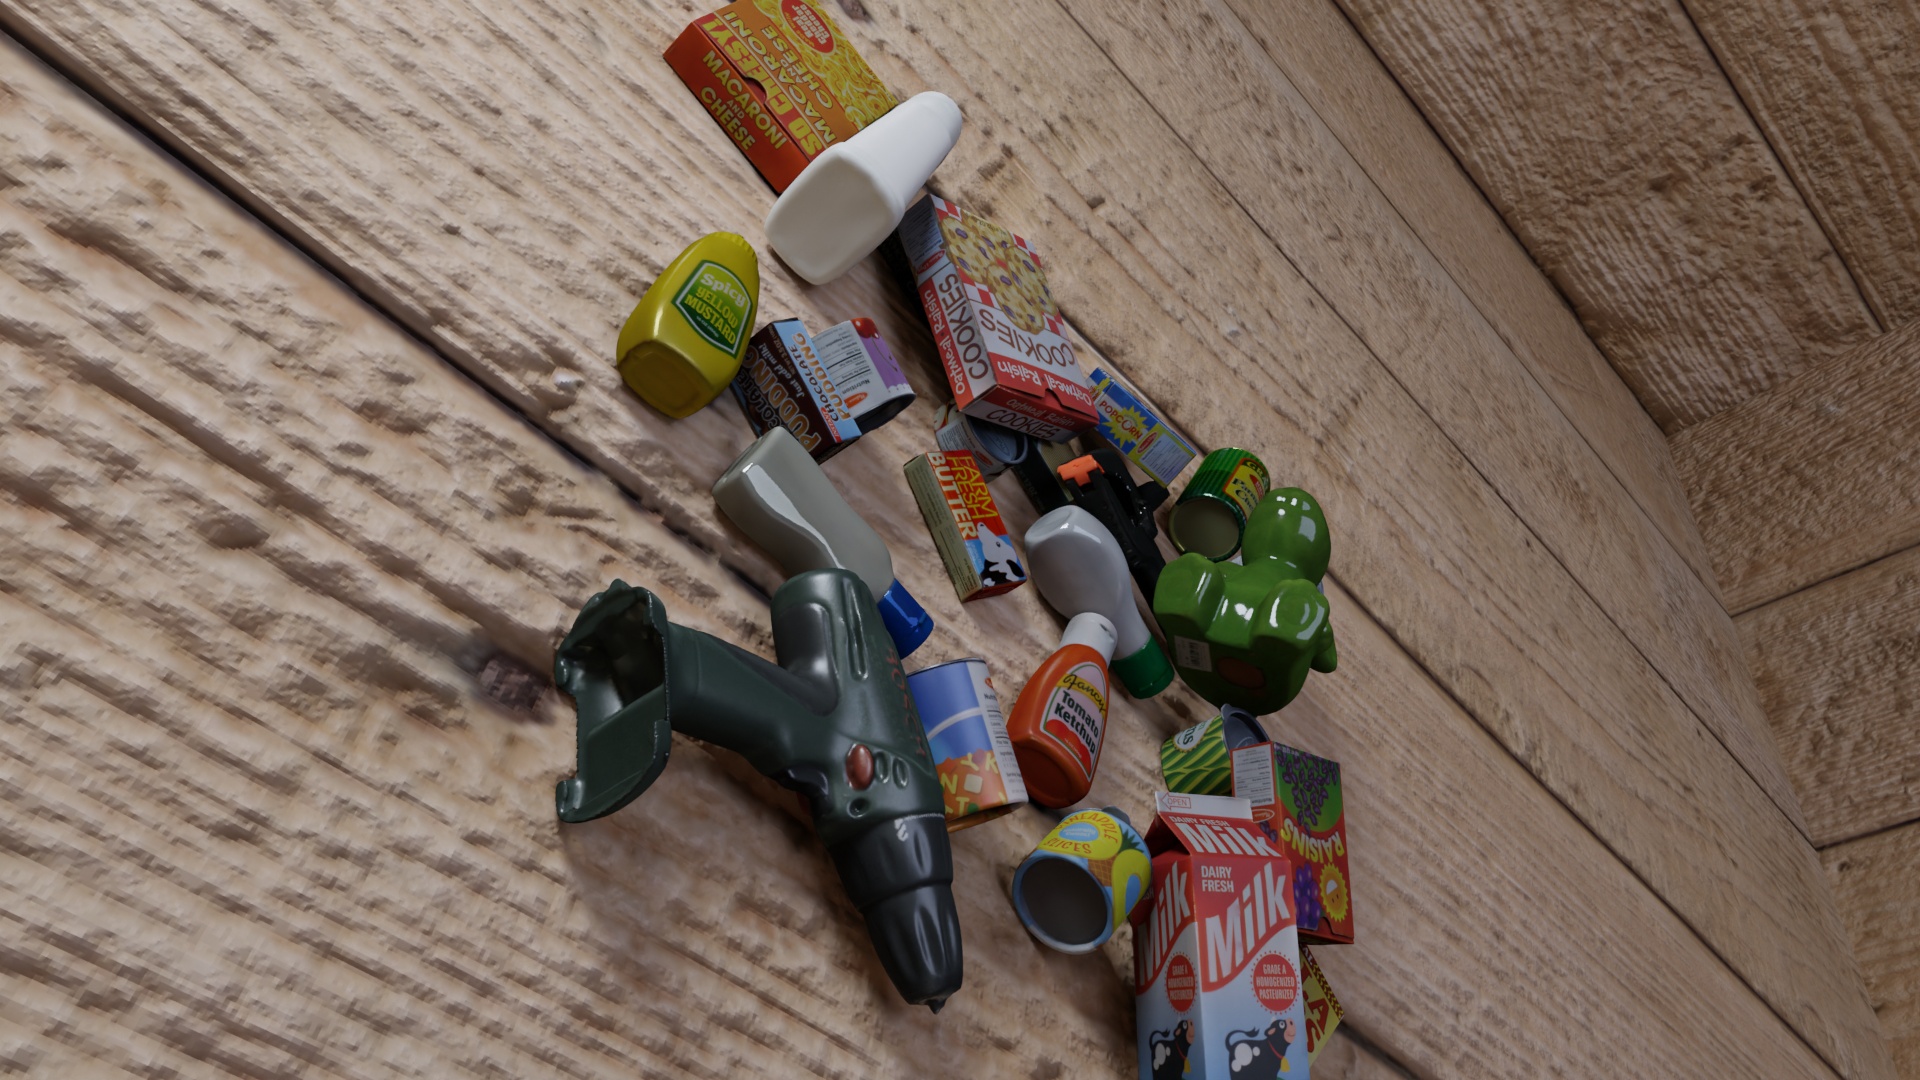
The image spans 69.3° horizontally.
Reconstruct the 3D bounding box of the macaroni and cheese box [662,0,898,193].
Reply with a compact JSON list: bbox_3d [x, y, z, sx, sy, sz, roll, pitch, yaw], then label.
[{"bbox_3d":[-0.125,-0.335,1.008,0.123,0.040,0.167,49,34,-12],"label":"macaroni and cheese box"}]

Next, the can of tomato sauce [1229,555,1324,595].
[{"bbox_3d":[0.248,0.043,1.148,0.071,0.083,0.071,32,42,-34],"label":"can of tomato sauce"}]

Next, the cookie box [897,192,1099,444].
[{"bbox_3d":[0.028,-0.159,1.007,0.123,0.040,0.168,12,53,-49],"label":"cookie box"}]

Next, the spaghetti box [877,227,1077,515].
[{"bbox_3d":[0.017,-0.134,1.042,0.250,0.028,0.050,58,32,0],"label":"spaghetti box"}]

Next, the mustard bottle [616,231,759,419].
[{"bbox_3d":[-0.150,-0.140,0.814,0.065,0.048,0.161,42,37,-26],"label":"mustard bottle"}]

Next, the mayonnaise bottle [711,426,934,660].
[{"bbox_3d":[-0.075,0.007,0.802,0.148,0.041,0.065,49,36,-15],"label":"mayonnaise bottle"}]

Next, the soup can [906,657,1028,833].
[{"bbox_3d":[-0.007,0.118,0.781,0.071,0.071,0.084,6,60,-50],"label":"soup can"}]

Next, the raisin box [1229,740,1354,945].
[{"bbox_3d":[0.224,0.205,0.936,0.086,0.040,0.124,23,59,-41],"label":"raisin box"}]

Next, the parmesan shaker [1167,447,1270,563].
[{"bbox_3d":[0.223,-0.028,1.190,0.071,0.071,0.103,53,34,-8],"label":"parmesan shaker"}]

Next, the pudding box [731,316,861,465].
[{"bbox_3d":[-0.102,-0.085,0.831,0.030,0.049,0.084,-21,81,-58],"label":"pudding box"}]

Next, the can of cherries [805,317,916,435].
[{"bbox_3d":[-0.070,-0.099,0.871,0.072,0.071,0.058,-23,82,-56],"label":"can of cherries"}]

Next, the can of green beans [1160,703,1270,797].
[{"bbox_3d":[0.186,0.161,0.998,0.071,0.057,0.071,32,42,-34],"label":"can of green beans"}]

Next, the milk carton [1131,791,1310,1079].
[{"bbox_3d":[0.150,0.246,0.820,0.072,0.073,0.191,9,68,-23],"label":"milk carton"}]

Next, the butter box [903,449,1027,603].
[{"bbox_3d":[0.003,-0.012,0.931,0.053,0.024,0.103,-7,70,-53],"label":"butter box"}]

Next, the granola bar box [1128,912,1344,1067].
[{"bbox_3d":[0.179,0.272,0.918,0.124,0.039,0.165,-20,80,-55],"label":"granola bar box"}]

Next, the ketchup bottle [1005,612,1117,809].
[{"bbox_3d":[0.070,0.104,0.908,0.064,0.043,0.149,48,34,-15],"label":"ketchup bottle"}]

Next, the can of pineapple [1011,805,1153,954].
[{"bbox_3d":[0.071,0.197,0.813,0.071,0.070,0.058,60,34,2],"label":"can of pineapple"}]

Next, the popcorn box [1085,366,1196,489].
[{"bbox_3d":[0.134,-0.091,1.092,0.085,0.038,0.127,41,9,-8],"label":"popcorn box"}]

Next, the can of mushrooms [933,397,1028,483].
[{"bbox_3d":[0.015,-0.077,0.990,0.071,0.033,0.071,32,42,-33],"label":"can of mushrooms"}]

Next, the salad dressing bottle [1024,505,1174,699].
[{"bbox_3d":[0.101,0.046,0.982,0.147,0.064,0.044,57,23,-17],"label":"salad dressing bottle"}]
